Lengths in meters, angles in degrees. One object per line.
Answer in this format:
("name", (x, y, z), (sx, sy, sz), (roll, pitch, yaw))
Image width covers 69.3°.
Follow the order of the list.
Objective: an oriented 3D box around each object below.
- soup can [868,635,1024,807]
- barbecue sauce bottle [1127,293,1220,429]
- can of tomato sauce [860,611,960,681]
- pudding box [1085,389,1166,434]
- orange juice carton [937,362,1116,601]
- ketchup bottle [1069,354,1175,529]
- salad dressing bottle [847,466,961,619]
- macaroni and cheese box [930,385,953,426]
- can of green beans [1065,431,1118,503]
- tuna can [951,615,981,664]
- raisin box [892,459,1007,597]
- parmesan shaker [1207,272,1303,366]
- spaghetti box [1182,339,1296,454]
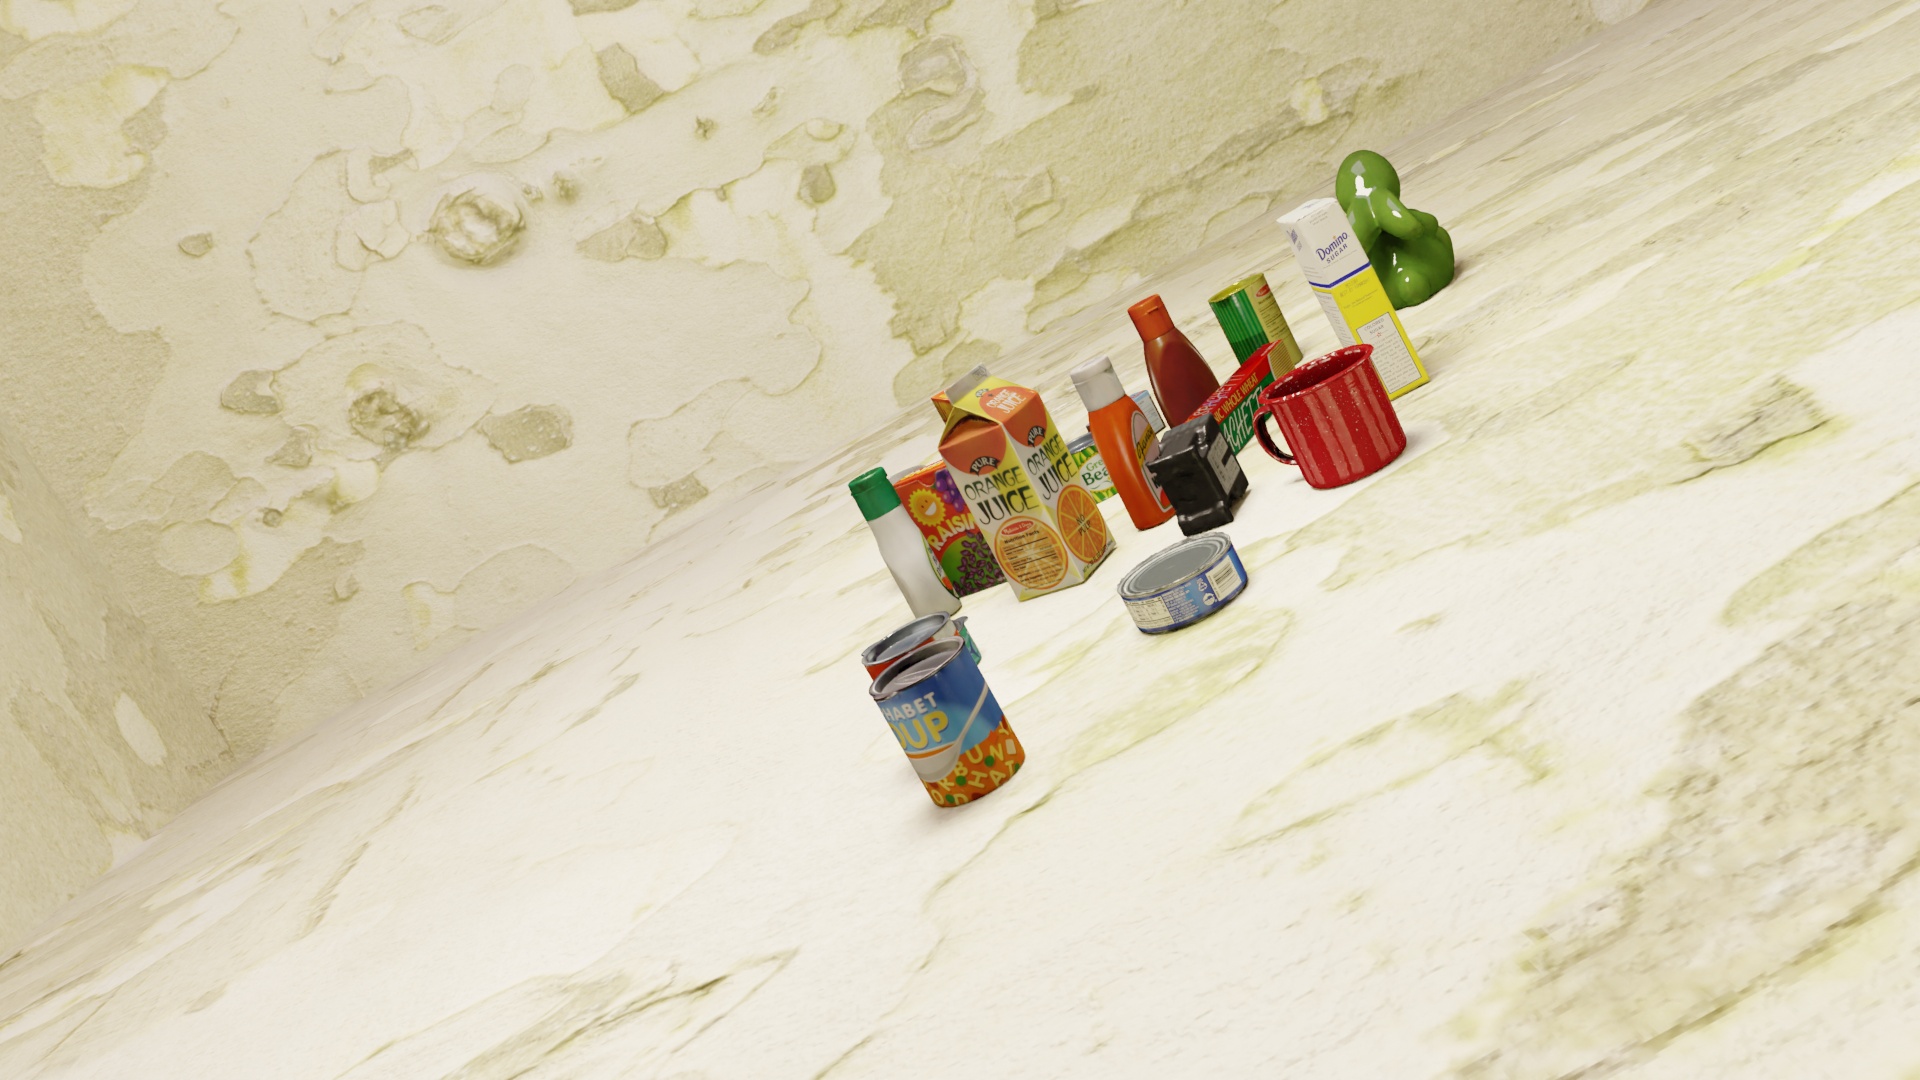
("soup can", (-0.009, 0.112, 0.849), (0.071, 0.083, 0.071), (-27, 11, 6))
("barbecue sauce bottle", (0.218, -0.177, 1.413), (0.065, 0.148, 0.044), (-29, 11, -5))
("can of tomato sauce", (-0.019, 0.100, 0.927), (0.071, 0.083, 0.071), (-27, 11, 6))
("pudding box", (0.182, -0.125, 1.524), (0.084, 0.049, 0.030), (-36, 13, -32))
("orange juice carton", (0.047, -0.053, 1.163), (0.073, 0.192, 0.072), (-20, 14, 38))
("ketchup bottle", (0.142, -0.086, 1.196), (0.043, 0.148, 0.065), (-19, 14, 39))
("salad dressing bottle", (-0.052, 0.005, 1.255), (0.044, 0.147, 0.064), (-28, 11, 1))
("macaroni and cheese box", (0.036, -0.074, 1.345), (0.040, 0.166, 0.124), (-30, 11, -6))
("can of green beans", (0.131, -0.072, 1.390), (0.071, 0.057, 0.071), (-27, 11, 6))
("tuna can", (-0.017, 0.091, 1.089), (0.071, 0.032, 0.071), (-27, 11, 6))
("raisin box", (0.005, -0.016, 1.276), (0.086, 0.123, 0.040), (-21, 13, 34))
("parmesan shaker", (0.321, -0.230, 1.519), (0.071, 0.103, 0.071), (-27, 11, 6))
("spaghetti box", (0.267, -0.127, 1.329), (0.028, 0.050, 0.251), (-19, 14, 39))
